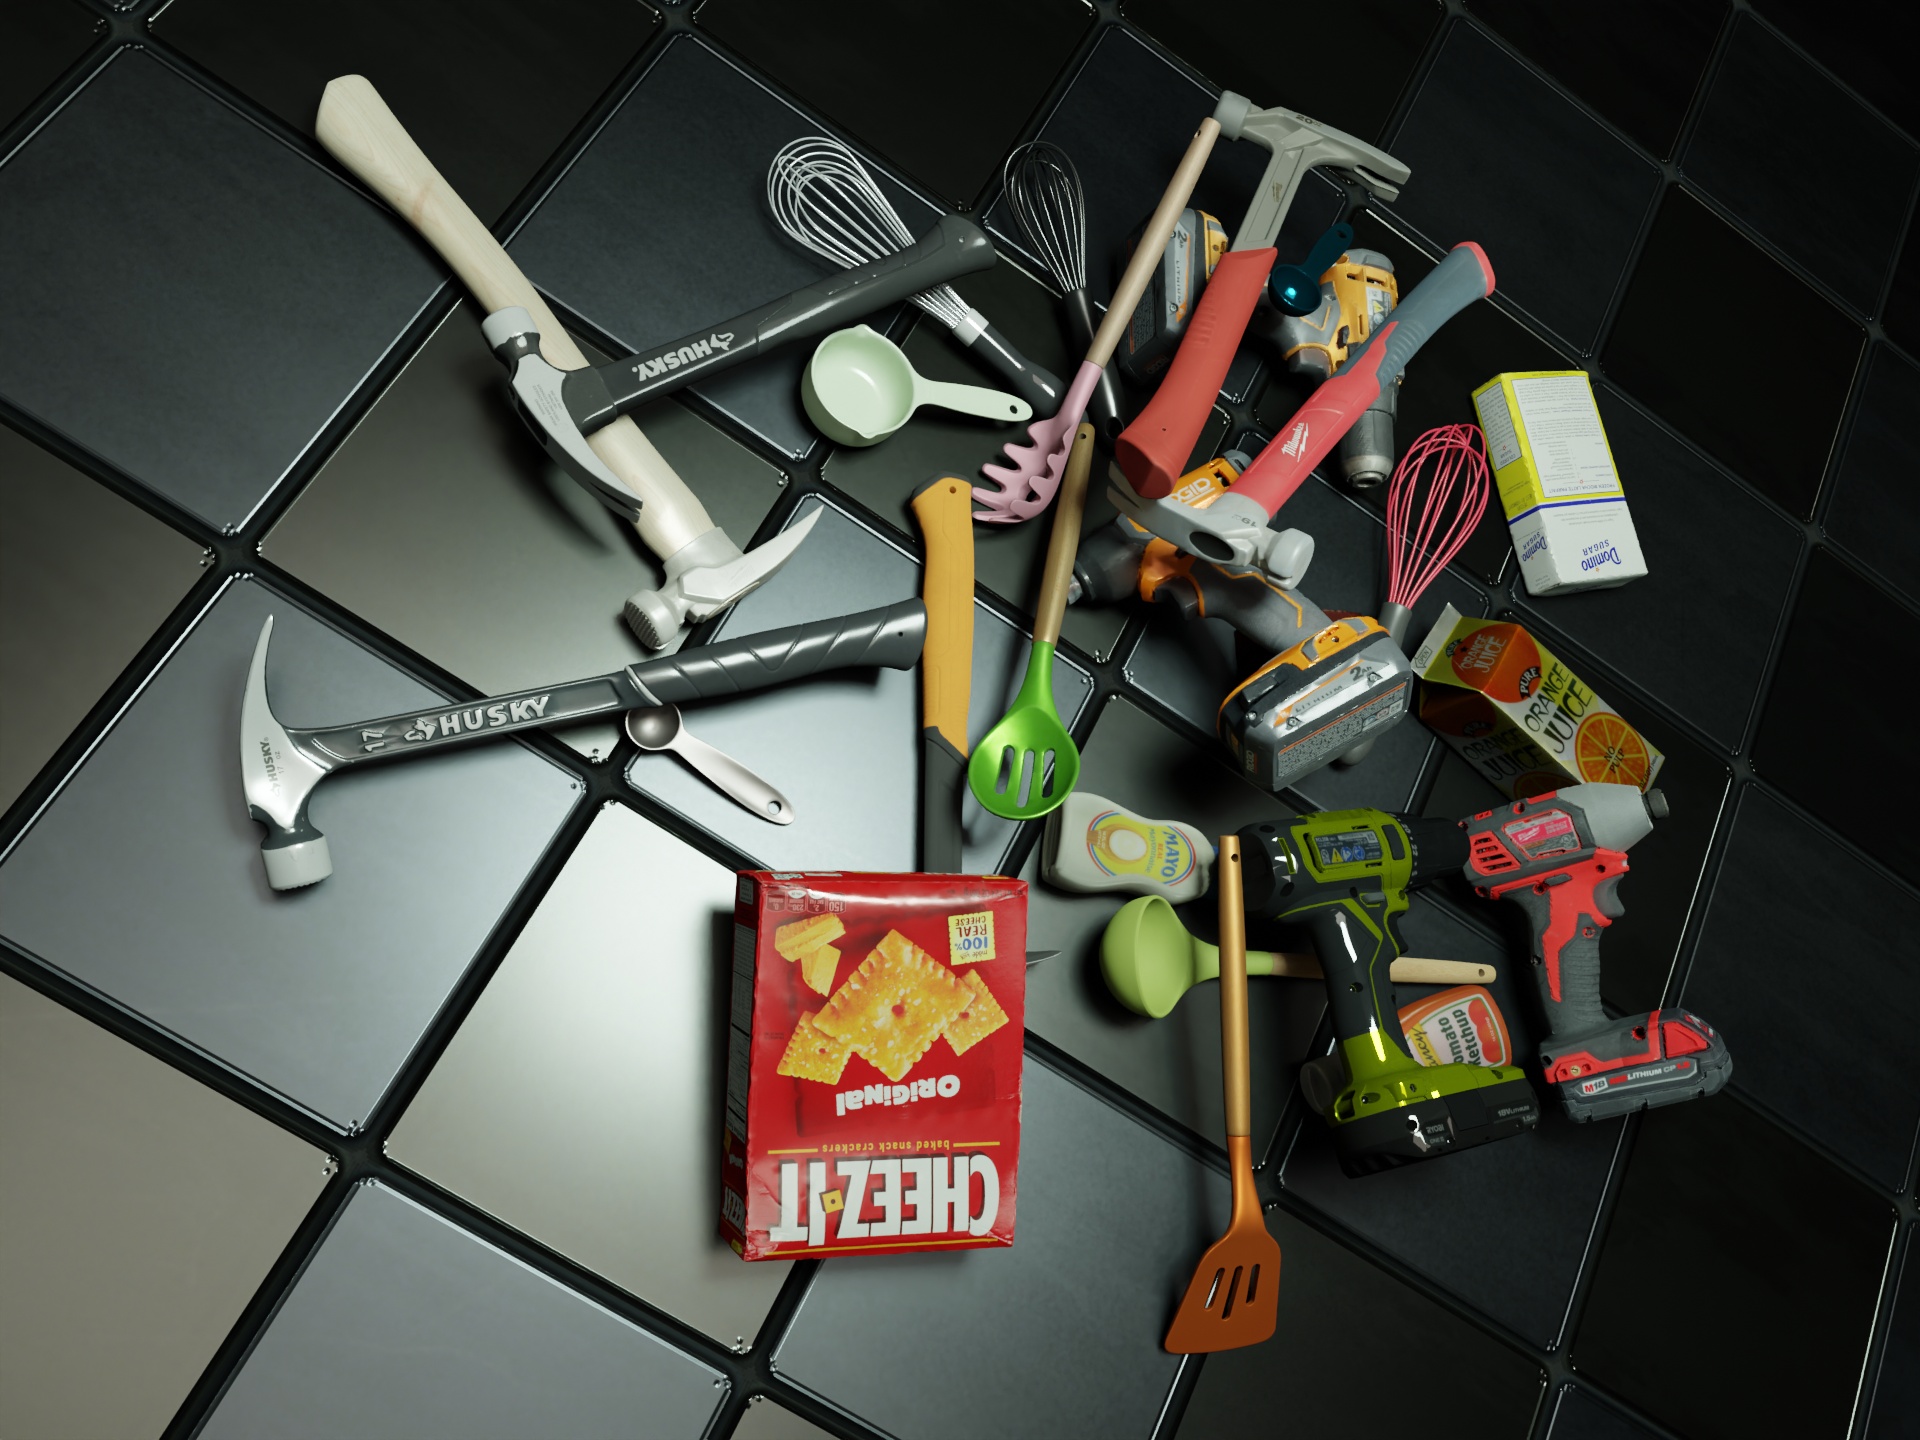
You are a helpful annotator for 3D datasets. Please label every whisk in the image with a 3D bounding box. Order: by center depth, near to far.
[{"bbox_3d":[-0.017,-0.297,1.110,0.284,0.070,0.070,39,65,-11],"label":"whisk"},{"bbox_3d":[0.082,-0.307,1.155,0.055,0.055,0.239,-13,84,-23],"label":"whisk"},{"bbox_3d":[0.329,-0.099,1.179,0.073,0.073,0.296,27,72,-11],"label":"whisk"}]

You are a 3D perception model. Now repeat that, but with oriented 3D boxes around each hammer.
[{"bbox_3d":[-0.208,-0.021,0.938,0.409,0.036,0.149,-13,97,-22],"label":"hammer"},{"bbox_3d":[-0.260,-0.244,1.013,0.146,0.038,0.410,-37,89,-27],"label":"hammer"},{"bbox_3d":[-0.119,-0.247,1.016,0.335,0.035,0.146,-28,85,-22],"label":"hammer"},{"bbox_3d":[-0.002,-0.003,1.039,0.127,0.034,0.337,5,73,-18],"label":"hammer"},{"bbox_3d":[0.193,-0.287,1.080,0.149,0.036,0.359,24,61,1],"label":"hammer"},{"bbox_3d":[0.259,-0.237,1.113,0.143,0.038,0.386,29,56,22],"label":"hammer"}]

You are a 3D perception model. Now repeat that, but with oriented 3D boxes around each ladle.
[{"bbox_3d":[0.236,0.164,1.068,0.320,0.062,0.078,6,78,-21],"label":"ladle"}]

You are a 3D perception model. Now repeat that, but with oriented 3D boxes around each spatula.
[{"bbox_3d":[0.168,0.234,1.000,0.081,0.041,0.323,2,83,-23],"label":"spatula"}]

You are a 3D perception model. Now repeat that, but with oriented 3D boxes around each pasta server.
[{"bbox_3d":[0.098,-0.271,1.089,0.040,0.060,0.316,26,91,-35],"label":"pasta server"}]

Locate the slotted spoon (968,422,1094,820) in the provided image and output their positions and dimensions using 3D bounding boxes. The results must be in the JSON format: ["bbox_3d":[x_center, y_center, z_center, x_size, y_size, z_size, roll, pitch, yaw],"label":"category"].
[{"bbox_3d":[0.061,-0.070,1.051,0.070,0.031,0.314,6,62,12],"label":"slotted spoon"}]

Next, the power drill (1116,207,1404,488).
[{"bbox_3d":[0.232,-0.275,1.184,0.226,0.084,0.185,7,74,-23],"label":"power drill"}]

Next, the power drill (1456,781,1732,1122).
[{"bbox_3d":[0.445,0.154,1.104,0.078,0.143,0.220,2,68,-64],"label":"power drill"}]

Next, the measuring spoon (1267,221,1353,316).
[{"bbox_3d":[0.257,-0.329,1.161,0.042,0.021,0.129,40,52,-1],"label":"measuring spoon"}]

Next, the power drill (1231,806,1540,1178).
[{"bbox_3d":[0.284,0.164,1.030,0.190,0.080,0.229,-3,67,-30],"label":"power drill"}]

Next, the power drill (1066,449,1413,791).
[{"bbox_3d":[0.174,-0.067,1.061,0.164,0.084,0.227,-28,58,-7],"label":"power drill"}]

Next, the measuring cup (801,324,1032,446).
[{"bbox_3d":[-0.031,-0.219,1.093,0.167,0.038,0.083,4,74,-27],"label":"measuring cup"}]

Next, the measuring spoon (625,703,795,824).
[{"bbox_3d":[-0.155,0.028,0.987,0.124,0.018,0.034,37,73,-14],"label":"measuring spoon"}]
